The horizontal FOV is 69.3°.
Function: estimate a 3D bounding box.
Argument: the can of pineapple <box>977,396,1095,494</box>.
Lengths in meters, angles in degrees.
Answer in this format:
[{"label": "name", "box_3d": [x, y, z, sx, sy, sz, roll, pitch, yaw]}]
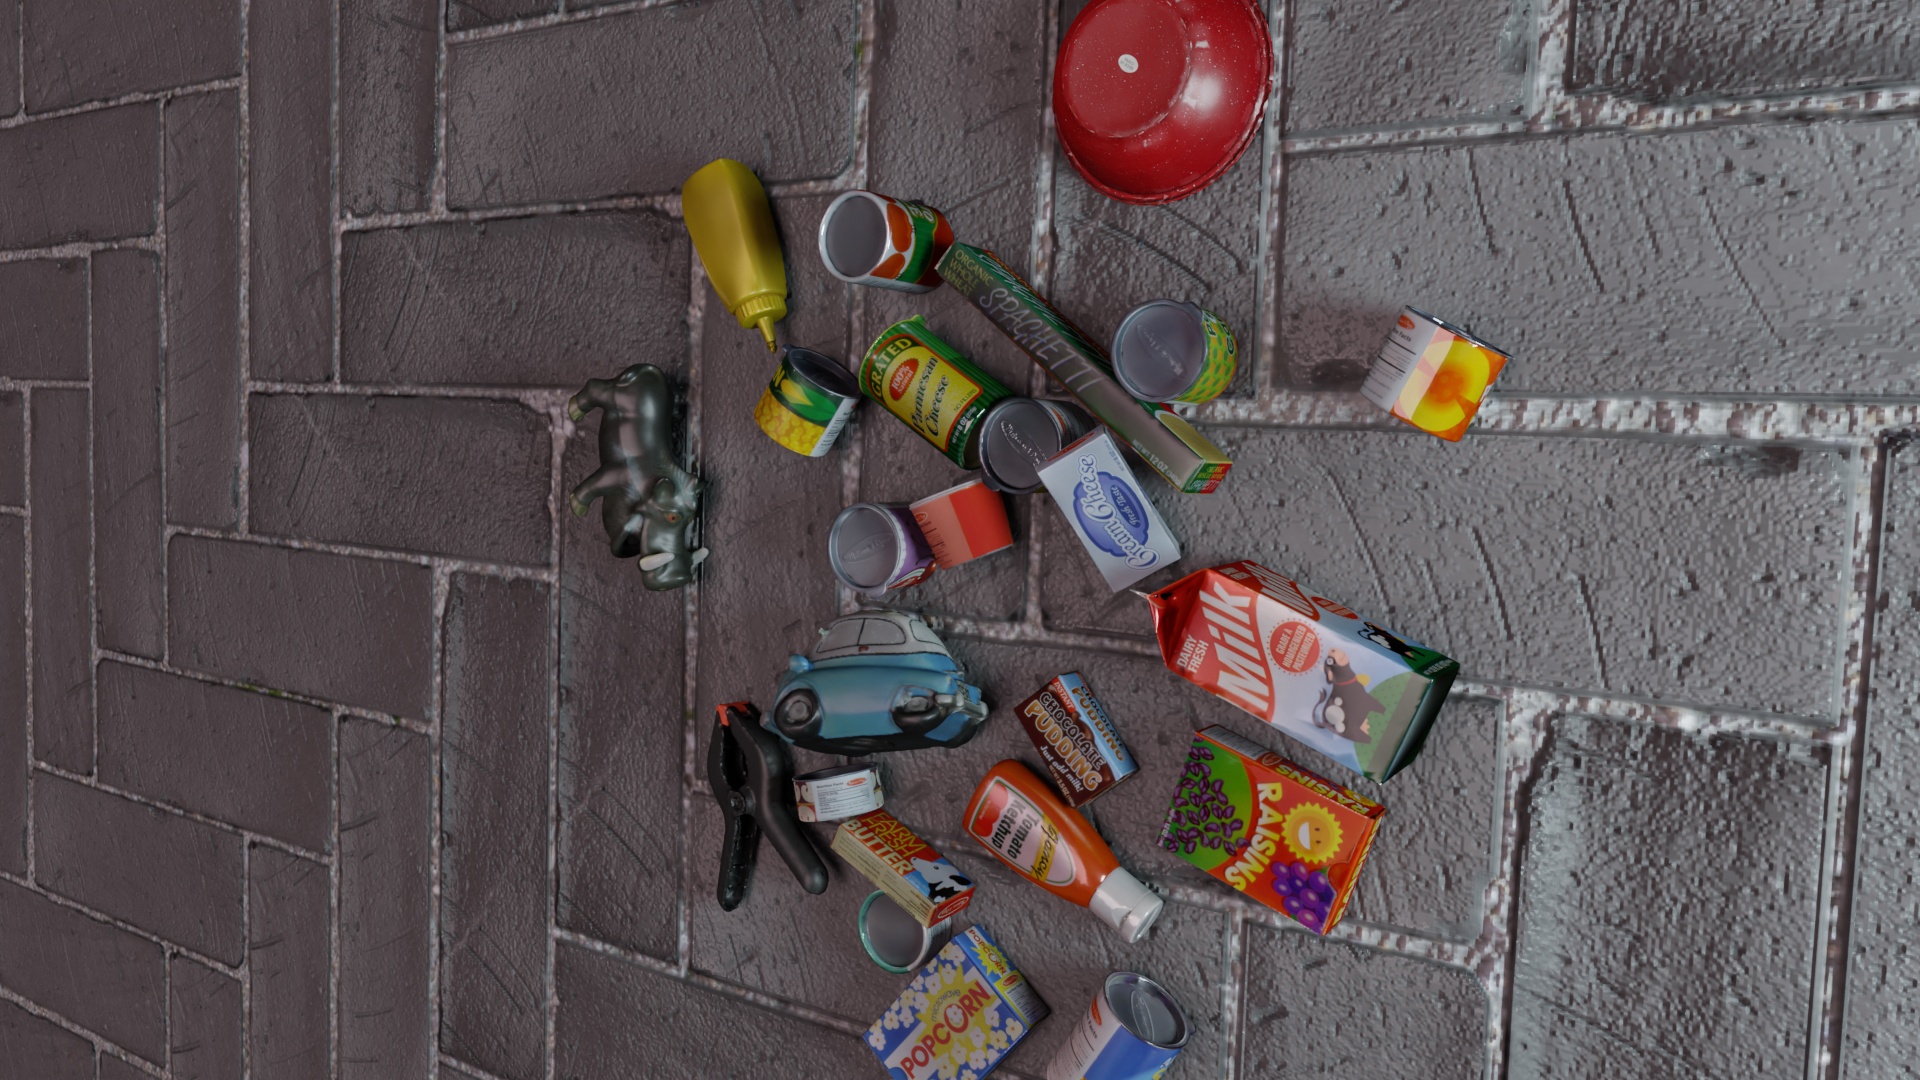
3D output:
[{"label": "can of pineapple", "box_3d": [0.053, -0.065, 0.962, 0.071, 0.058, 0.071, 2, 93, 33]}]

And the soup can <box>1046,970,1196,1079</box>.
[{"label": "soup can", "box_3d": [0.109, 0.348, 0.943, 0.071, 0.071, 0.083, 39, 113, 25]}]

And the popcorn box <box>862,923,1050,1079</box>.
[{"label": "popcorn box", "box_3d": [-0.004, 0.359, 1.030, 0.085, 0.038, 0.126, 47, 115, 20]}]

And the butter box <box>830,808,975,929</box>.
[{"label": "butter box", "box_3d": [-0.044, 0.244, 1.041, 0.104, 0.053, 0.024, 33, 112, 27]}]

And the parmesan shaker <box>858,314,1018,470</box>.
[{"label": "parmesan shaker", "box_3d": [-0.013, -0.107, 0.997, 0.103, 0.071, 0.071, 39, 112, 25]}]

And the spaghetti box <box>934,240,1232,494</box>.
[{"label": "spaghetti box", "box_3d": [0.080, -0.121, 0.947, 0.250, 0.050, 0.028, 45, 113, 23]}]

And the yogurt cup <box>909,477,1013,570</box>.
[{"label": "yogurt cup", "box_3d": [0.004, -0.012, 0.994, 0.072, 0.072, 0.054, -21, 90, 32]}]

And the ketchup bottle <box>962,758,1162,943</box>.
[{"label": "ketchup bottle", "box_3d": [0.073, 0.219, 0.972, 0.149, 0.043, 0.064, 35, 110, 26]}]

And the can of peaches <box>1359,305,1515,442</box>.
[{"label": "can of peaches", "box_3d": [0.279, -0.097, 0.813, 0.071, 0.071, 0.058, 35, 110, 26]}]

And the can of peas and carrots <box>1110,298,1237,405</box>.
[{"label": "can of peas and carrots", "box_3d": [0.141, -0.123, 0.902, 0.071, 0.059, 0.071, 1, 93, 32]}]

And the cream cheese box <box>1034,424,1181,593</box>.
[{"label": "cream cheese box", "box_3d": [0.098, -0.020, 0.919, 0.053, 0.024, 0.103, -31, 109, 12]}]

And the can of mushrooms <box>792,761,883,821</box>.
[{"label": "can of mushrooms", "box_3d": [-0.094, 0.192, 1.065, 0.071, 0.071, 0.033, -12, 87, 32]}]

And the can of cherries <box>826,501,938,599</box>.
[{"label": "can of cherries", "box_3d": [-0.056, 0.007, 1.034, 0.071, 0.058, 0.071, 2, 93, 31]}]

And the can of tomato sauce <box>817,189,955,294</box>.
[{"label": "can of tomato sauce", "box_3d": [-0.053, -0.217, 1.007, 0.071, 0.083, 0.071, 2, 94, 32]}]

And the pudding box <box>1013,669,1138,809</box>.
[{"label": "pudding box", "box_3d": [0.081, 0.139, 0.970, 0.049, 0.030, 0.084, -39, 72, 27]}]

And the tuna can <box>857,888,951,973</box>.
[{"label": "tuna can", "box_3d": [-0.045, 0.291, 1.056, 0.071, 0.033, 0.071, 2, 94, 32]}]

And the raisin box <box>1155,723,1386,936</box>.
[{"label": "raisin box", "box_3d": [0.198, 0.183, 0.893, 0.123, 0.040, 0.086, 25, 105, 28]}]

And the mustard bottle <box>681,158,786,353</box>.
[{"label": "mustard bottle", "box_3d": [-0.172, -0.220, 1.103, 0.065, 0.049, 0.160, -24, 80, 32]}]

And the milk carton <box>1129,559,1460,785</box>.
[{"label": "milk carton", "box_3d": [0.200, 0.068, 0.866, 0.191, 0.072, 0.073, 29, 108, 28]}]

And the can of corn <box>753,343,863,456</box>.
[{"label": "can of corn", "box_3d": [-0.119, -0.107, 1.063, 0.071, 0.071, 0.058, 44, 114, 23]}]
